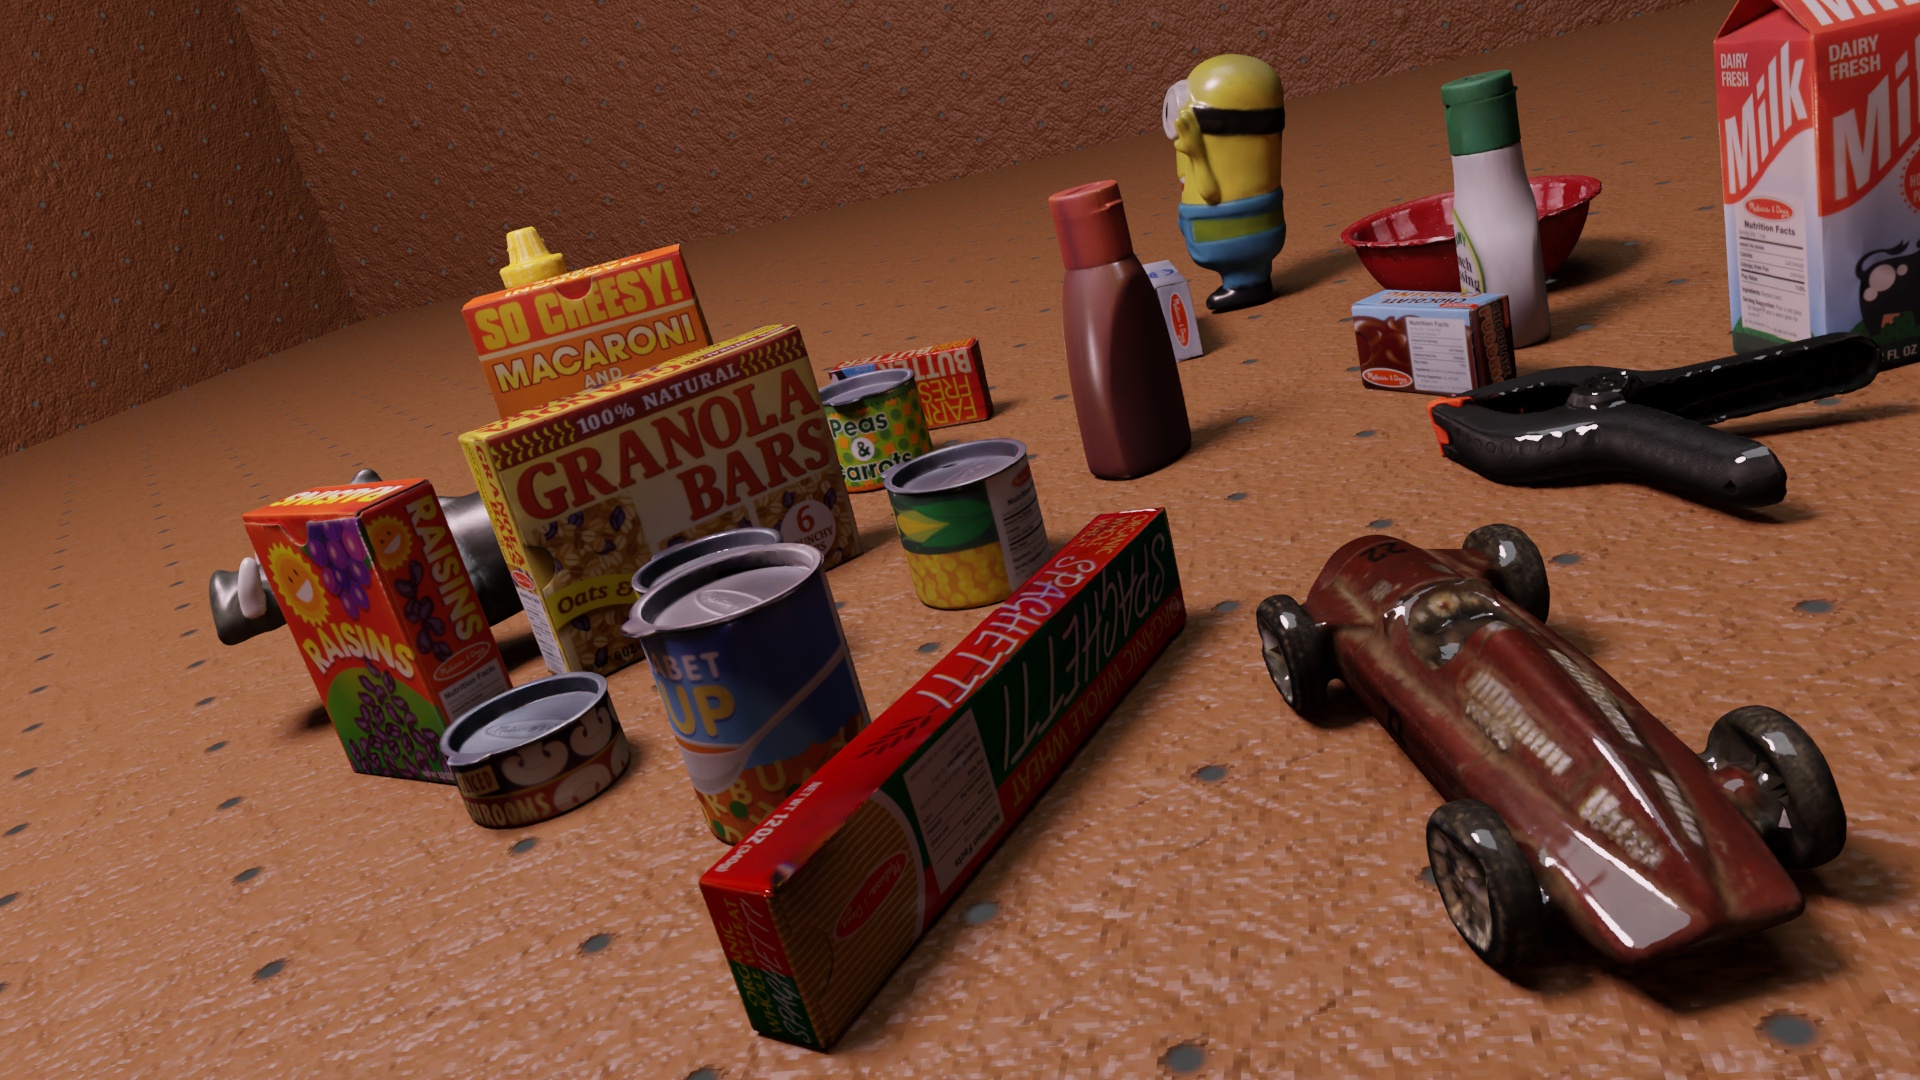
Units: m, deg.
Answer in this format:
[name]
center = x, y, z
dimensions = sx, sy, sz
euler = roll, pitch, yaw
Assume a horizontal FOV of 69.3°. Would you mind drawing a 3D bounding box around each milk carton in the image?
[milk carton]
center = 0.389, -0.175, 0.611
dimensions = 0.072, 0.190, 0.074
euler = -15, 18, 1

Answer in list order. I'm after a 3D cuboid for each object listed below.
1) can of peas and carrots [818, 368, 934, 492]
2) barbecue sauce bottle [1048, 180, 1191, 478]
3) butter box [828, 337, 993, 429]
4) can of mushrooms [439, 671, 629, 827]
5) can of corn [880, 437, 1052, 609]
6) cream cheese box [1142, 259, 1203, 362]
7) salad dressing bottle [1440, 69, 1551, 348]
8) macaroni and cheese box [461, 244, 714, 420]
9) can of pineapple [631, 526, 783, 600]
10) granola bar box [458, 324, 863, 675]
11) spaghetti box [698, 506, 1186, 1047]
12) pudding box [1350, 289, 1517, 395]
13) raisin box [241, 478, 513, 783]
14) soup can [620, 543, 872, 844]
[can of peas and carrots]
center = -0.053, -0.066, 0.840
dimensions = 0.071, 0.058, 0.071
euler = -13, 19, 5
[barbecue sauce bottle]
center = 0.080, -0.111, 0.726
dimensions = 0.043, 0.148, 0.065
euler = 5, 27, 46
[butter box]
center = -0.032, -0.100, 0.930
dimensions = 0.103, 0.053, 0.024
euler = -8, 19, 19
[can of mushrooms]
center = -0.167, 0.082, 0.542
dimensions = 0.071, 0.033, 0.071
euler = -13, 19, 5
[can of corn]
center = 0.002, -0.008, 0.632
dimensions = 0.071, 0.058, 0.071
euler = -13, 19, 5
[cream cheese box]
center = 0.146, -0.162, 0.970
dimensions = 0.024, 0.053, 0.104
euler = -13, 19, 5
[salad dressing bottle]
center = 0.294, -0.181, 0.767
dimensions = 0.044, 0.147, 0.064
euler = -11, 19, 13
[macaroni and cheese box]
center = -0.194, -0.072, 0.795
dimensions = 0.124, 0.166, 0.040
euler = -17, 18, -5
[can of pineapple]
center = -0.100, 0.033, 0.594
dimensions = 0.071, 0.057, 0.071
euler = -13, 19, 5
[granola bar box]
center = -0.137, -0.021, 0.672
dimensions = 0.166, 0.123, 0.039
euler = -26, 21, -30
[spaghetti box]
center = 0.012, 0.059, 0.448
dimensions = 0.028, 0.050, 0.251
euler = -2, 22, 34
[pudding box]
center = 0.250, -0.105, 0.737
dimensions = 0.030, 0.049, 0.084
euler = -24, 21, -25
[raisin box]
center = -0.240, 0.038, 0.582
dimensions = 0.086, 0.123, 0.040
euler = -1, 23, 35
[soup can]
center = -0.070, 0.053, 0.474
dimensions = 0.071, 0.083, 0.071
euler = -13, 18, 5
